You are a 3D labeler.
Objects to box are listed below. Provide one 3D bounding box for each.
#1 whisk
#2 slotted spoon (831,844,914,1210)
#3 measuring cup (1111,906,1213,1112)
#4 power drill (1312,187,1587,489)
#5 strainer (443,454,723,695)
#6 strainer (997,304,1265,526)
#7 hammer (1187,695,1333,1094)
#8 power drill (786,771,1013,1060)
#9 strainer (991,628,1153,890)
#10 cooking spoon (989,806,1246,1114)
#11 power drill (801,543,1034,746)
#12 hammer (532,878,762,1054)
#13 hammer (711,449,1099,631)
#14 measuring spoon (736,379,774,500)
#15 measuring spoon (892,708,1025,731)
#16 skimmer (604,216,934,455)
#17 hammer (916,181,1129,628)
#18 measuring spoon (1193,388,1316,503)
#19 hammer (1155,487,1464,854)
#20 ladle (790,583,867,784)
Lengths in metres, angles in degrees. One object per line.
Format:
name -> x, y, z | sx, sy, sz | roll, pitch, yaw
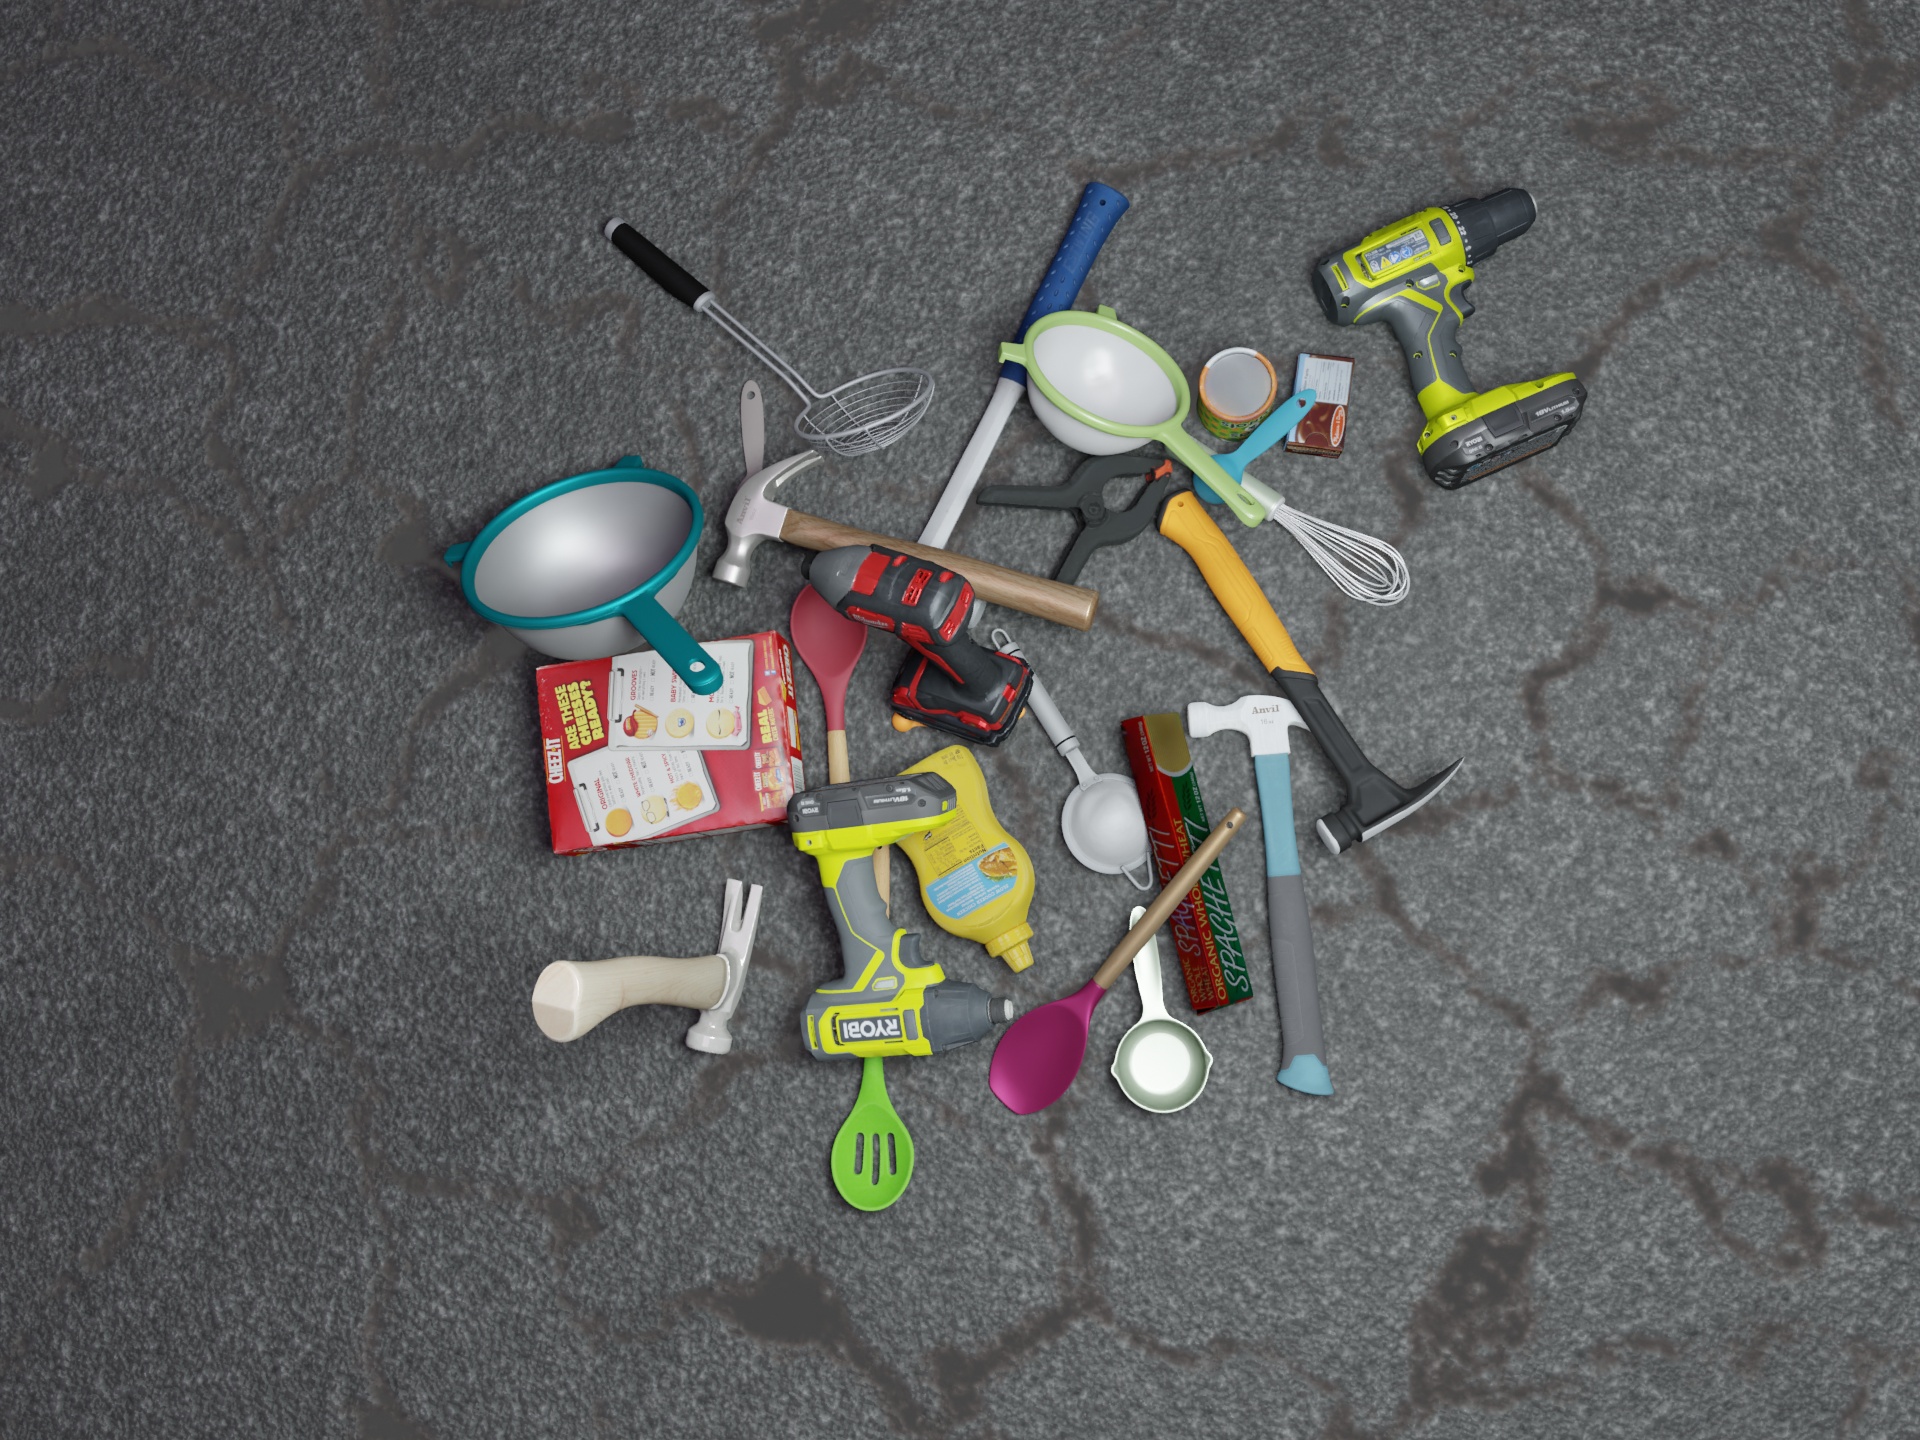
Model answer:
whisk -> 0.276, -0.175, 1.357 | 0.246, 0.059, 0.058 | 36, 51, 13
slotted spoon -> -0.070, 0.250, 1.344 | 0.070, 0.031, 0.314 | 0, 80, 8
measuring cup -> 0.160, 0.238, 1.316 | 0.083, 0.038, 0.168 | -8, 79, 5
power drill -> 0.430, -0.330, 1.343 | 0.190, 0.080, 0.229 | -23, 78, 3
strainer -> -0.275, -0.088, 1.325 | 0.211, 0.095, 0.341 | -32, 47, -18
strainer -> 0.149, -0.237, 1.334 | 0.256, 0.069, 0.151 | 46, 49, 14
hammer -> 0.268, 0.142, 1.318 | 0.128, 0.033, 0.331 | -6, 82, 7
power drill -> -0.053, 0.159, 1.288 | 0.171, 0.080, 0.223 | -8, 92, 16
strainer -> 0.095, 0.028, 1.350 | 0.087, 0.050, 0.258 | -28, 77, -14
cooking spoon -> 0.130, 0.196, 1.299 | 0.069, 0.017, 0.319 | 41, 103, 17
power drill -> -0.034, -0.067, 1.274 | 0.143, 0.219, 0.078 | 19, 74, 27
hammer -> -0.221, 0.183, 1.174 | 0.038, 0.410, 0.146 | 11, 83, 8
hammer -> -0.043, -0.139, 1.349 | 0.331, 0.031, 0.130 | 17, 87, 12
measuring spoon -> -0.188, -0.248, 1.428 | 0.034, 0.018, 0.124 | -5, 81, 6
measuring spoon -> -0.002, -0.004, 1.378 | 0.117, 0.011, 0.021 | -5, 82, 6
skimmer -> -0.181, -0.356, 1.406 | 0.363, 0.090, 0.127 | 41, 59, 12
hammer -> 0.036, -0.290, 1.401 | 0.144, 0.035, 0.405 | 26, 86, 9
measuring spoon -> 0.246, -0.232, 1.331 | 0.128, 0.021, 0.042 | -42, 76, 20
hammer -> 0.271, -0.060, 1.321 | 0.127, 0.034, 0.337 | -30, 72, -3
ladle -> -0.105, 0.035, 1.377 | 0.069, 0.031, 0.315 | -6, 83, 10
